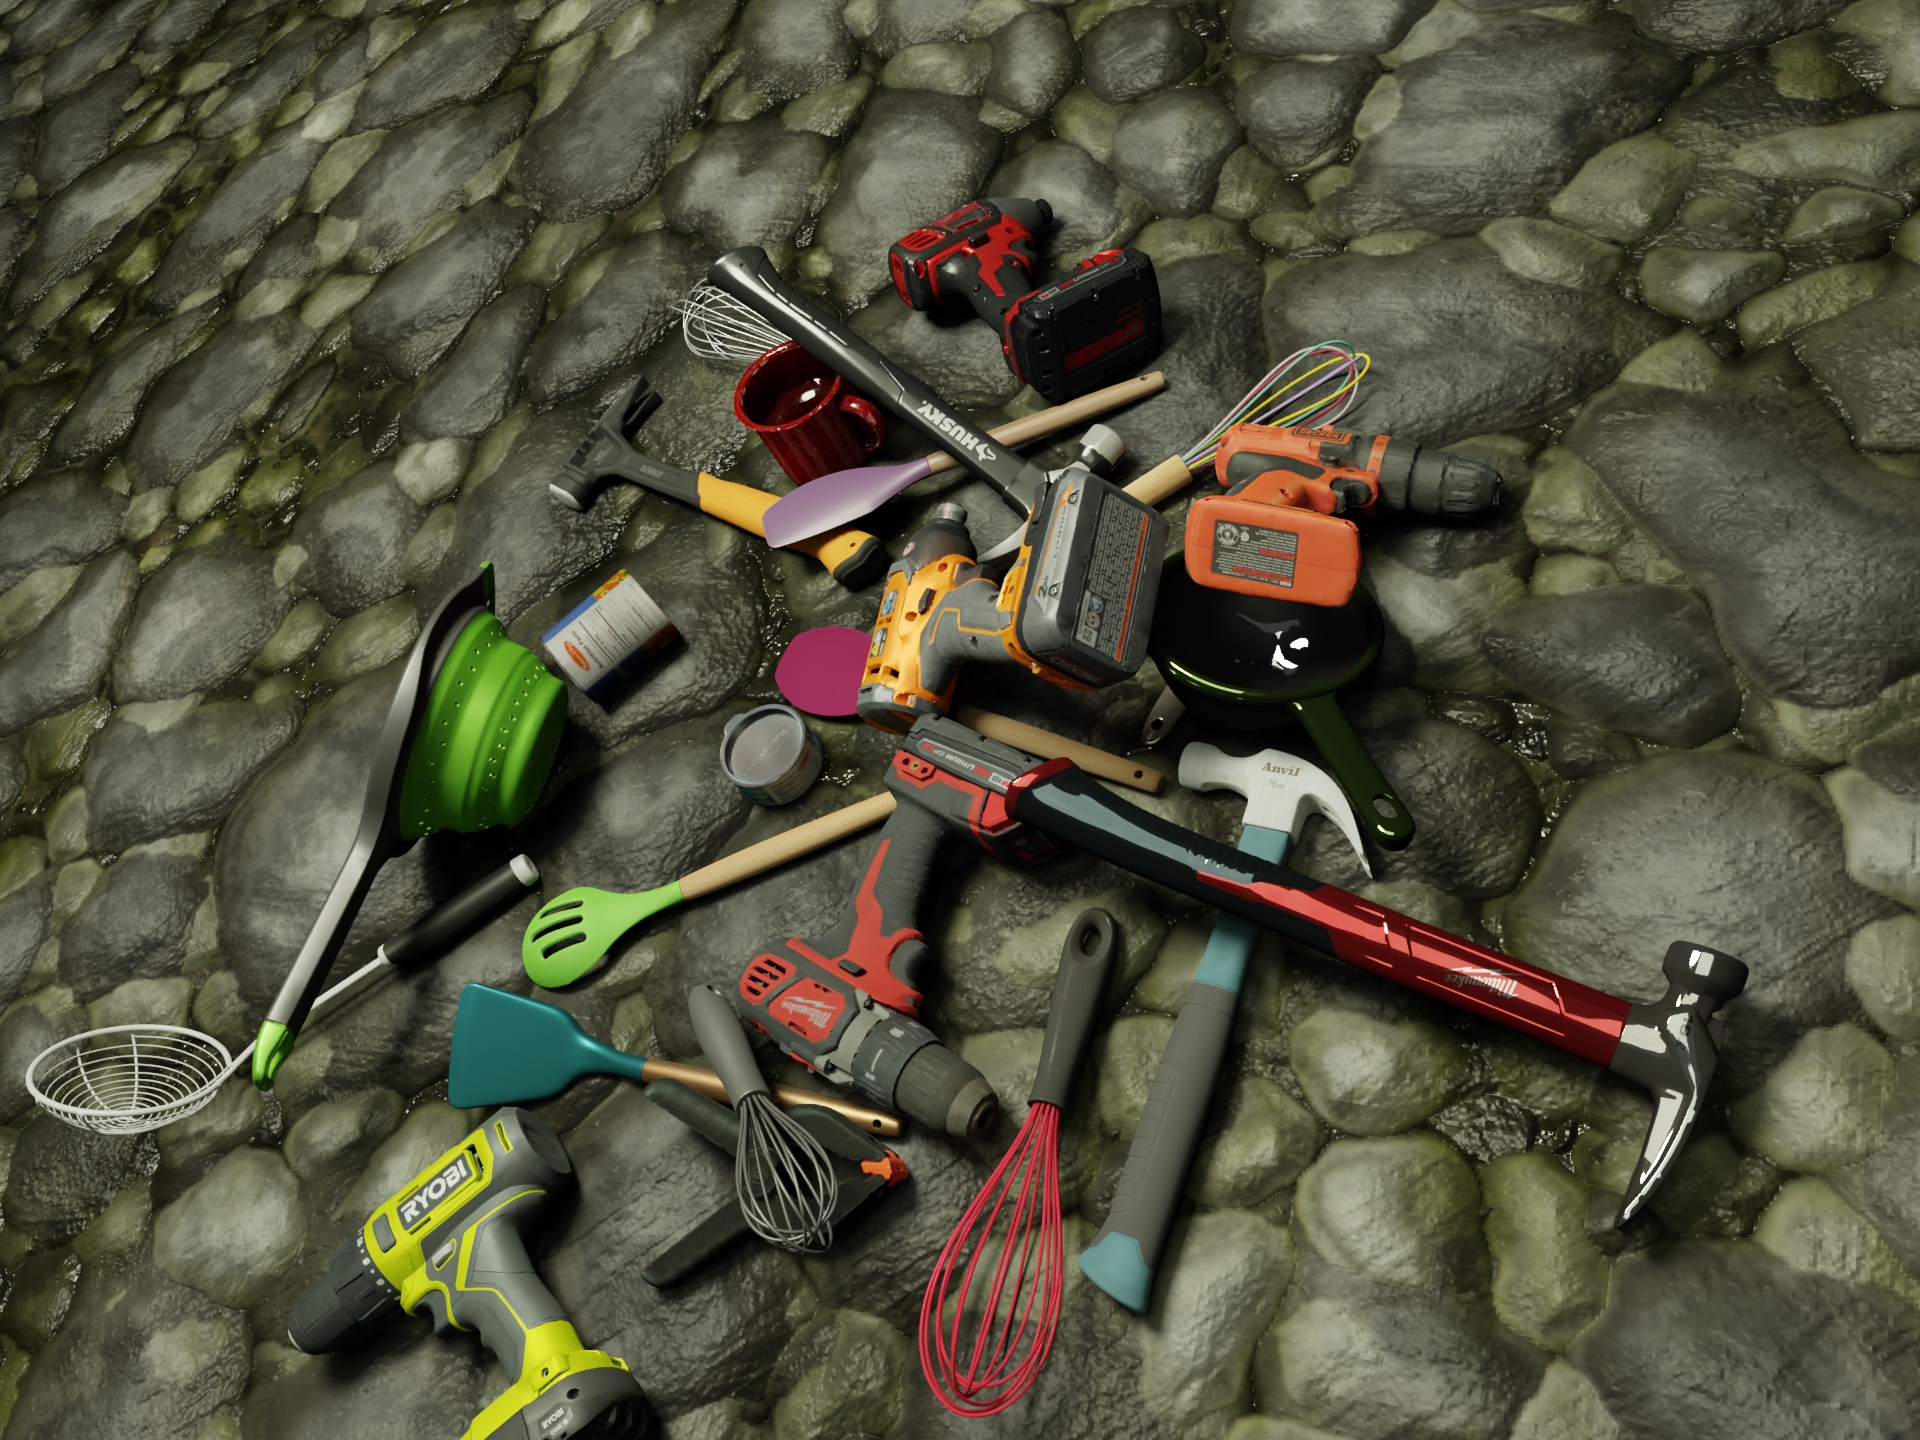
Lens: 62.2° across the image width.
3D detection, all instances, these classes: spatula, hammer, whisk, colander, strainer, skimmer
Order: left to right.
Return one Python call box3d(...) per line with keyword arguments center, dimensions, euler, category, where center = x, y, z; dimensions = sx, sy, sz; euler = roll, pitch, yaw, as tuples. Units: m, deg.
box3d(center=(-0.476, 0.179, 1.128), dimensions=(0.363, 0.090, 0.127), euler=(-33, 20, -1), category="skimmer")
box3d(center=(-0.362, 0.077, 1.102), dimensions=(0.094, 0.204, 0.397), euler=(19, 57, -5), category="colander")
box3d(center=(-0.181, 0.227, 0.994), dimensions=(0.317, 0.044, 0.082), euler=(5, 86, 25), category="spatula")
box3d(center=(-0.184, -0.182, 1.264), dimensions=(0.337, 0.034, 0.127), euler=(25, 73, 34), category="hammer")
box3d(center=(-0.121, 0.218, 0.905), dimensions=(0.055, 0.055, 0.239), euler=(-39, 33, -3), category="whisk")
box3d(center=(-0.131, -0.301, 1.304), dimensions=(0.285, 0.070, 0.070), euler=(27, 73, 30), category="whisk")
box3d(center=(-0.054, -0.239, 1.158), dimensions=(0.335, 0.035, 0.146), euler=(38, 80, 12), category="hammer")
box3d(center=(0.001, -0.199, 1.179), dimensions=(0.316, 0.018, 0.060), euler=(-20, 48, 3), category="spatula")
box3d(center=(0.042, 0.233, 0.883), dimensions=(0.073, 0.073, 0.296), euler=(3, 55, 26), category="whisk")
box3d(center=(0.138, 0.165, 0.896), dimensions=(0.128, 0.033, 0.331), euler=(10, 64, 30), category="hammer")
box3d(center=(0.175, -0.187, 1.101), dimensions=(0.245, 0.051, 0.047), euler=(-32, 58, 6), category="whisk")
box3d(center=(0.196, -0.006, 0.945), dimensions=(0.151, 0.069, 0.257), euler=(-12, 47, -13), category="strainer")
box3d(center=(0.191, 0.121, 0.843), dimensions=(0.386, 0.038, 0.143), euler=(21, 83, 23), category="hammer")

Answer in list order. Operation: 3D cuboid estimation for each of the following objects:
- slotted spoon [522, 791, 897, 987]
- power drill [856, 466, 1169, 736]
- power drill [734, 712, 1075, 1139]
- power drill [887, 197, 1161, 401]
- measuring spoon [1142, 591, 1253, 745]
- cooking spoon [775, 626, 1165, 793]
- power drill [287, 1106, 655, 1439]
box3d(center=(-0.164, 0.103, 1.077), dimensions=(0.314, 0.031, 0.070), euler=(-23, 54, 8), category="slotted spoon")
box3d(center=(0.025, -0.083, 1.002), dimensions=(0.226, 0.084, 0.164), euler=(-13, 58, 53), category="power drill")
box3d(center=(-0.013, 0.127, 0.964), dimensions=(0.188, 0.080, 0.227), euler=(24, 75, 35), category="power drill")
box3d(center=(0.053, -0.341, 1.228), dimensions=(0.143, 0.078, 0.220), euler=(-30, 46, -15), category="power drill")
box3d(center=(0.150, -0.037, 1.029), dimensions=(0.034, 0.018, 0.124), euler=(23, 72, 33), category="measuring spoon")
box3d(center=(-0.002, -0.003, 1.077), dimensions=(0.319, 0.017, 0.069), euler=(19, 75, 33), category="cooking spoon")
box3d(center=(-0.293, 0.367, 0.935), dimensions=(0.190, 0.080, 0.229), euler=(-39, 49, -4), category="power drill")
